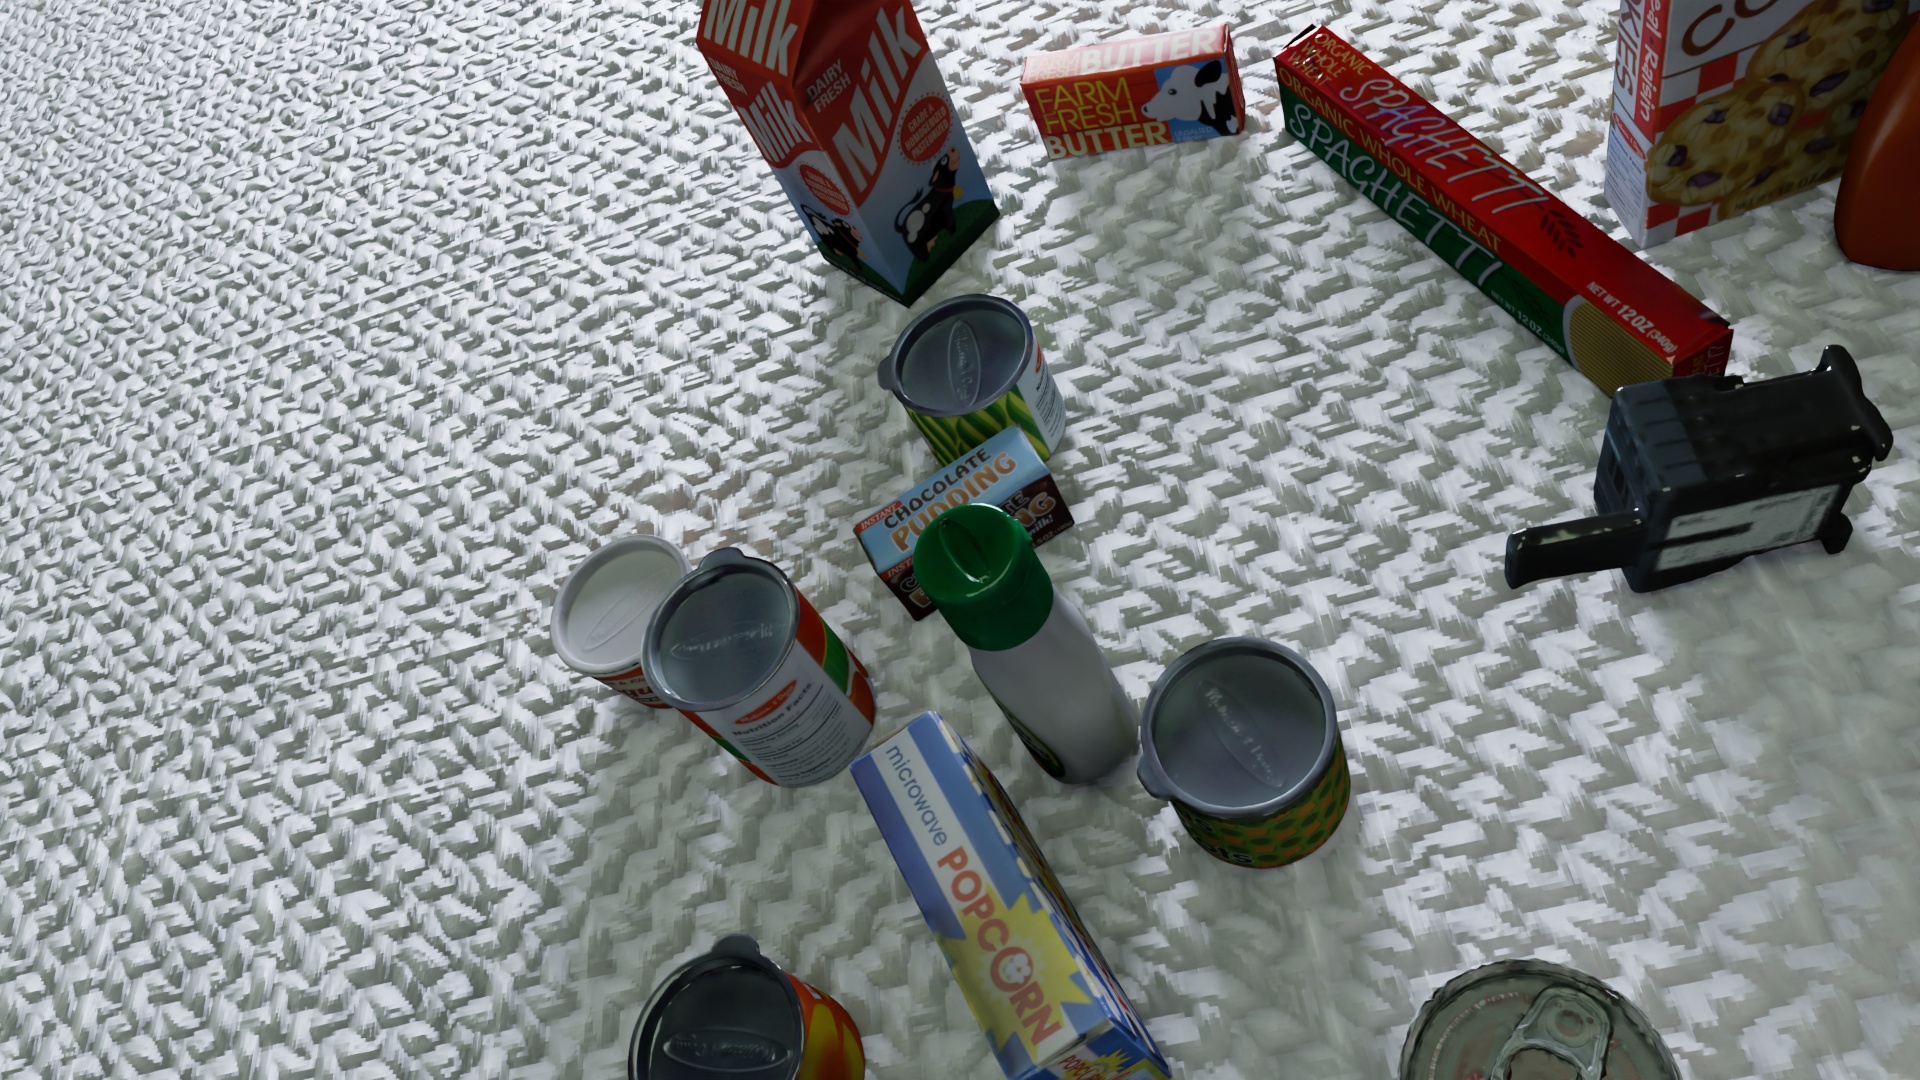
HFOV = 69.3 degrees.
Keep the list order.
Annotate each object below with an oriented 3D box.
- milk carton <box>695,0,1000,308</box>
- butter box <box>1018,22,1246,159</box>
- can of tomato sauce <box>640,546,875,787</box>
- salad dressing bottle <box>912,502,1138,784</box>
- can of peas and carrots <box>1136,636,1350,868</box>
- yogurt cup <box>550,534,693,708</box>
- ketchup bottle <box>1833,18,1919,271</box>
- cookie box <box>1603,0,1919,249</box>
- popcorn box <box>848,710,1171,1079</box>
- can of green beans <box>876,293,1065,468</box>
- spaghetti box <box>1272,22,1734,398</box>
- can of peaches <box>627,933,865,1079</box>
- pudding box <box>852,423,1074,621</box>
[{"bbox_3d":[-0.055,-0.204,0.648,0.072,0.190,0.073,35,77,34],"label":"milk carton"},{"bbox_3d":[0.086,-0.221,0.690,0.103,0.053,0.024,-2,59,20],"label":"butter box"},{"bbox_3d":[-0.080,0.053,0.562,0.071,0.082,0.071,-10,57,16],"label":"can of tomato sauce"},{"bbox_3d":[0.025,0.039,0.490,0.044,0.147,0.064,-34,54,-1],"label":"salad dressing bottle"},{"bbox_3d":[0.100,0.078,0.492,0.071,0.058,0.071,-10,57,16],"label":"can of peas and carrots"},{"bbox_3d":[-0.137,0.039,0.612,0.072,0.053,0.073,-10,57,16],"label":"yogurt cup"},{"bbox_3d":[0.354,-0.157,0.485,0.065,0.148,0.044,-2,59,21],"label":"ketchup bottle"},{"bbox_3d":[0.311,-0.198,0.516,0.123,0.167,0.040,-20,55,9],"label":"cookie box"},{"bbox_3d":[0.016,0.129,0.476,0.038,0.085,0.127,-33,53,0],"label":"popcorn box"},{"bbox_3d":[0.008,-0.066,0.619,0.071,0.057,0.071,-10,57,16],"label":"can of green beans"},{"bbox_3d":[0.217,-0.140,0.589,0.029,0.050,0.251,-34,53,-1],"label":"spaghetti box"},{"bbox_3d":[-0.074,0.183,0.493,0.071,0.058,0.071,-10,57,16],"label":"can of peaches"},{"bbox_3d":[0.002,-0.007,0.589,0.084,0.049,0.030,-32,54,0],"label":"pudding box"}]
